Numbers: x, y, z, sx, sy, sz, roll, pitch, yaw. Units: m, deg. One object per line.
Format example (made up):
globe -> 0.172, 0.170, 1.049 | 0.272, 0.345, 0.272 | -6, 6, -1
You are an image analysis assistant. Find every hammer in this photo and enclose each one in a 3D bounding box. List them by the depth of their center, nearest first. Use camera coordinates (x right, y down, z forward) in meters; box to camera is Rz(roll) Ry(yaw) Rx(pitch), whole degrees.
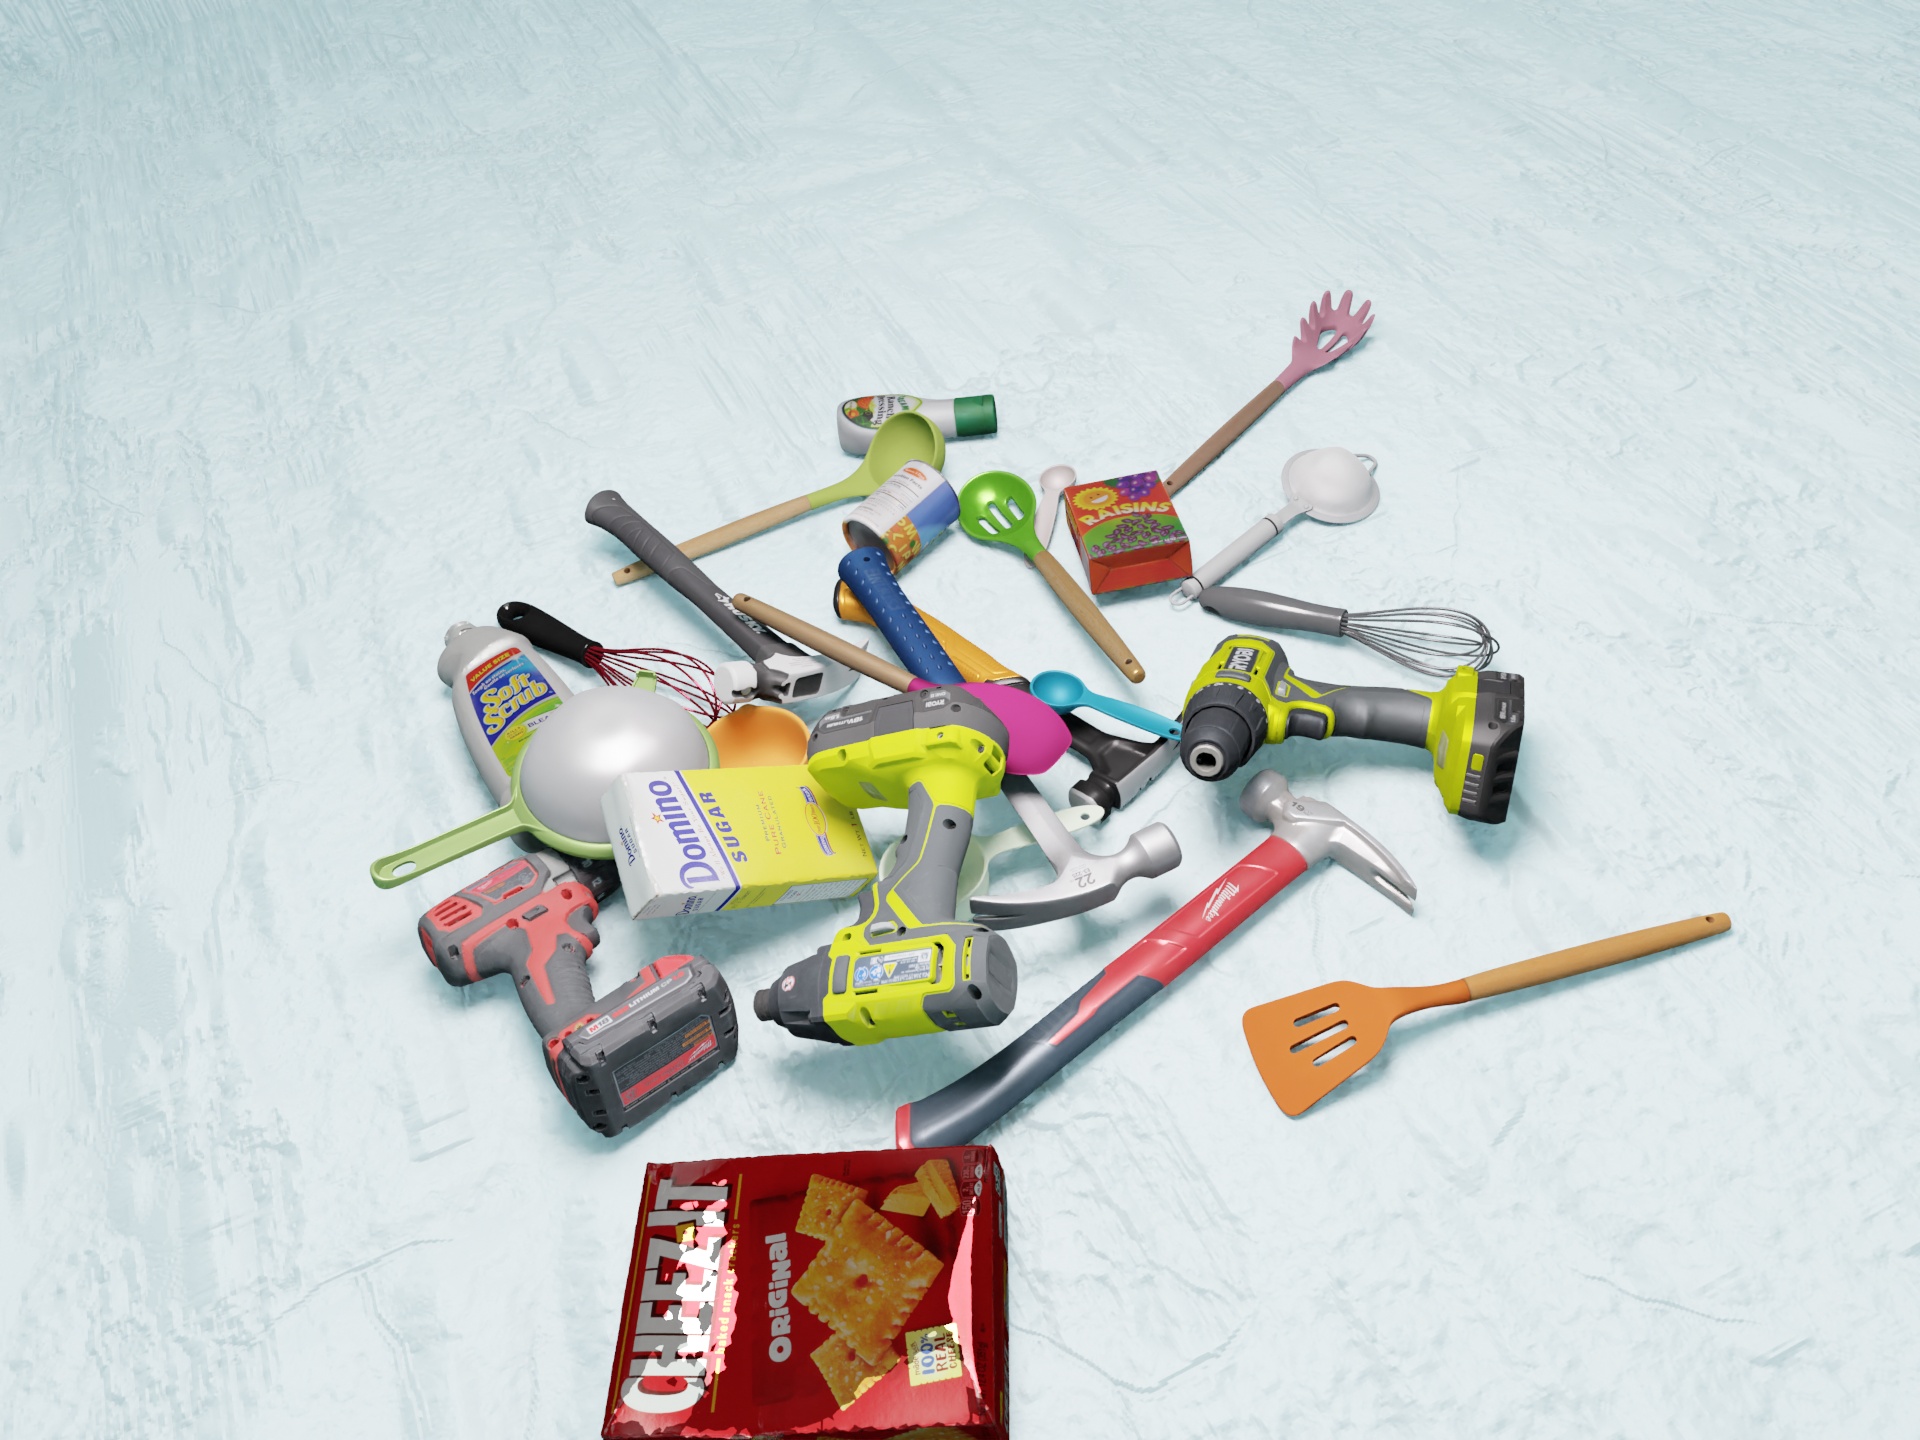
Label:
hammer -> 0.122, 0.178, 1.034 | 0.386, 0.038, 0.143 | -35, 53, -22
hammer -> -0.002, -0.004, 1.176 | 0.144, 0.035, 0.406 | -23, 47, -13
hammer -> 0.025, -0.041, 1.259 | 0.337, 0.034, 0.127 | 33, 60, 33
hammer -> -0.214, -0.111, 1.322 | 0.146, 0.035, 0.335 | -9, 36, -41

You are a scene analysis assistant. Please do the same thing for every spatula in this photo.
spatula -> 0.342, 0.171, 1.016 | 0.322, 0.041, 0.081 | -13, 46, -8

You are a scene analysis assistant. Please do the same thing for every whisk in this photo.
whisk -> 0.298, -0.076, 1.242 | 0.239, 0.055, 0.055 | 14, 50, 27
whisk -> -0.291, -0.048, 1.305 | 0.296, 0.073, 0.073 | 24, 55, 36

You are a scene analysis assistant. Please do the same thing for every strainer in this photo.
strainer -> -0.294, 0.042, 1.116 | 0.256, 0.069, 0.152 | -26, 55, -23
strainer -> 0.269, -0.169, 1.339 | 0.258, 0.050, 0.087 | -38, 67, -20

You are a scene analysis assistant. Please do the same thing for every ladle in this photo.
ladle -> -0.162, -0.192, 1.419 | 0.320, 0.062, 0.078 | -23, 67, -9

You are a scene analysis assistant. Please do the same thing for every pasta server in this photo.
pasta server -> 0.277, -0.297, 1.458 | 0.060, 0.040, 0.316 | 35, 61, 22

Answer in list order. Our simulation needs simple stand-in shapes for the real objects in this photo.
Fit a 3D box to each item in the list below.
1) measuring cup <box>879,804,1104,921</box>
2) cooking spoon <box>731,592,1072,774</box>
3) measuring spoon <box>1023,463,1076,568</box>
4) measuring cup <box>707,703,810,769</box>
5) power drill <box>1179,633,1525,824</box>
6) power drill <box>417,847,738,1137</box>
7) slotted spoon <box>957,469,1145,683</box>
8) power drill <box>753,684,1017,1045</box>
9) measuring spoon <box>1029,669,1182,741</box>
measuring cup -> 0.025, 0.100, 1.125 | 0.167, 0.038, 0.083 | -18, 46, -11
cooking spoon -> -0.054, -0.034, 1.177 | 0.319, 0.017, 0.069 | 27, 60, 30
measuring spoon -> 0.076, -0.176, 1.396 | 0.034, 0.018, 0.124 | 4, 54, 21
measuring cup -> -0.193, 0.047, 1.199 | 0.173, 0.052, 0.095 | -14, 47, -2
power drill -> 0.268, 0.006, 1.110 | 0.228, 0.080, 0.190 | 9, 23, 16
power drill -> -0.242, 0.156, 1.089 | 0.188, 0.080, 0.227 | -31, 45, -28
slotted spoon -> 0.076, -0.119, 1.307 | 0.070, 0.031, 0.314 | -31, 42, -2
power drill -> -0.047, 0.097, 1.028 | 0.171, 0.080, 0.223 | -11, 53, 23
measuring spoon -> 0.111, -0.003, 1.177 | 0.129, 0.021, 0.042 | 21, 43, 16
